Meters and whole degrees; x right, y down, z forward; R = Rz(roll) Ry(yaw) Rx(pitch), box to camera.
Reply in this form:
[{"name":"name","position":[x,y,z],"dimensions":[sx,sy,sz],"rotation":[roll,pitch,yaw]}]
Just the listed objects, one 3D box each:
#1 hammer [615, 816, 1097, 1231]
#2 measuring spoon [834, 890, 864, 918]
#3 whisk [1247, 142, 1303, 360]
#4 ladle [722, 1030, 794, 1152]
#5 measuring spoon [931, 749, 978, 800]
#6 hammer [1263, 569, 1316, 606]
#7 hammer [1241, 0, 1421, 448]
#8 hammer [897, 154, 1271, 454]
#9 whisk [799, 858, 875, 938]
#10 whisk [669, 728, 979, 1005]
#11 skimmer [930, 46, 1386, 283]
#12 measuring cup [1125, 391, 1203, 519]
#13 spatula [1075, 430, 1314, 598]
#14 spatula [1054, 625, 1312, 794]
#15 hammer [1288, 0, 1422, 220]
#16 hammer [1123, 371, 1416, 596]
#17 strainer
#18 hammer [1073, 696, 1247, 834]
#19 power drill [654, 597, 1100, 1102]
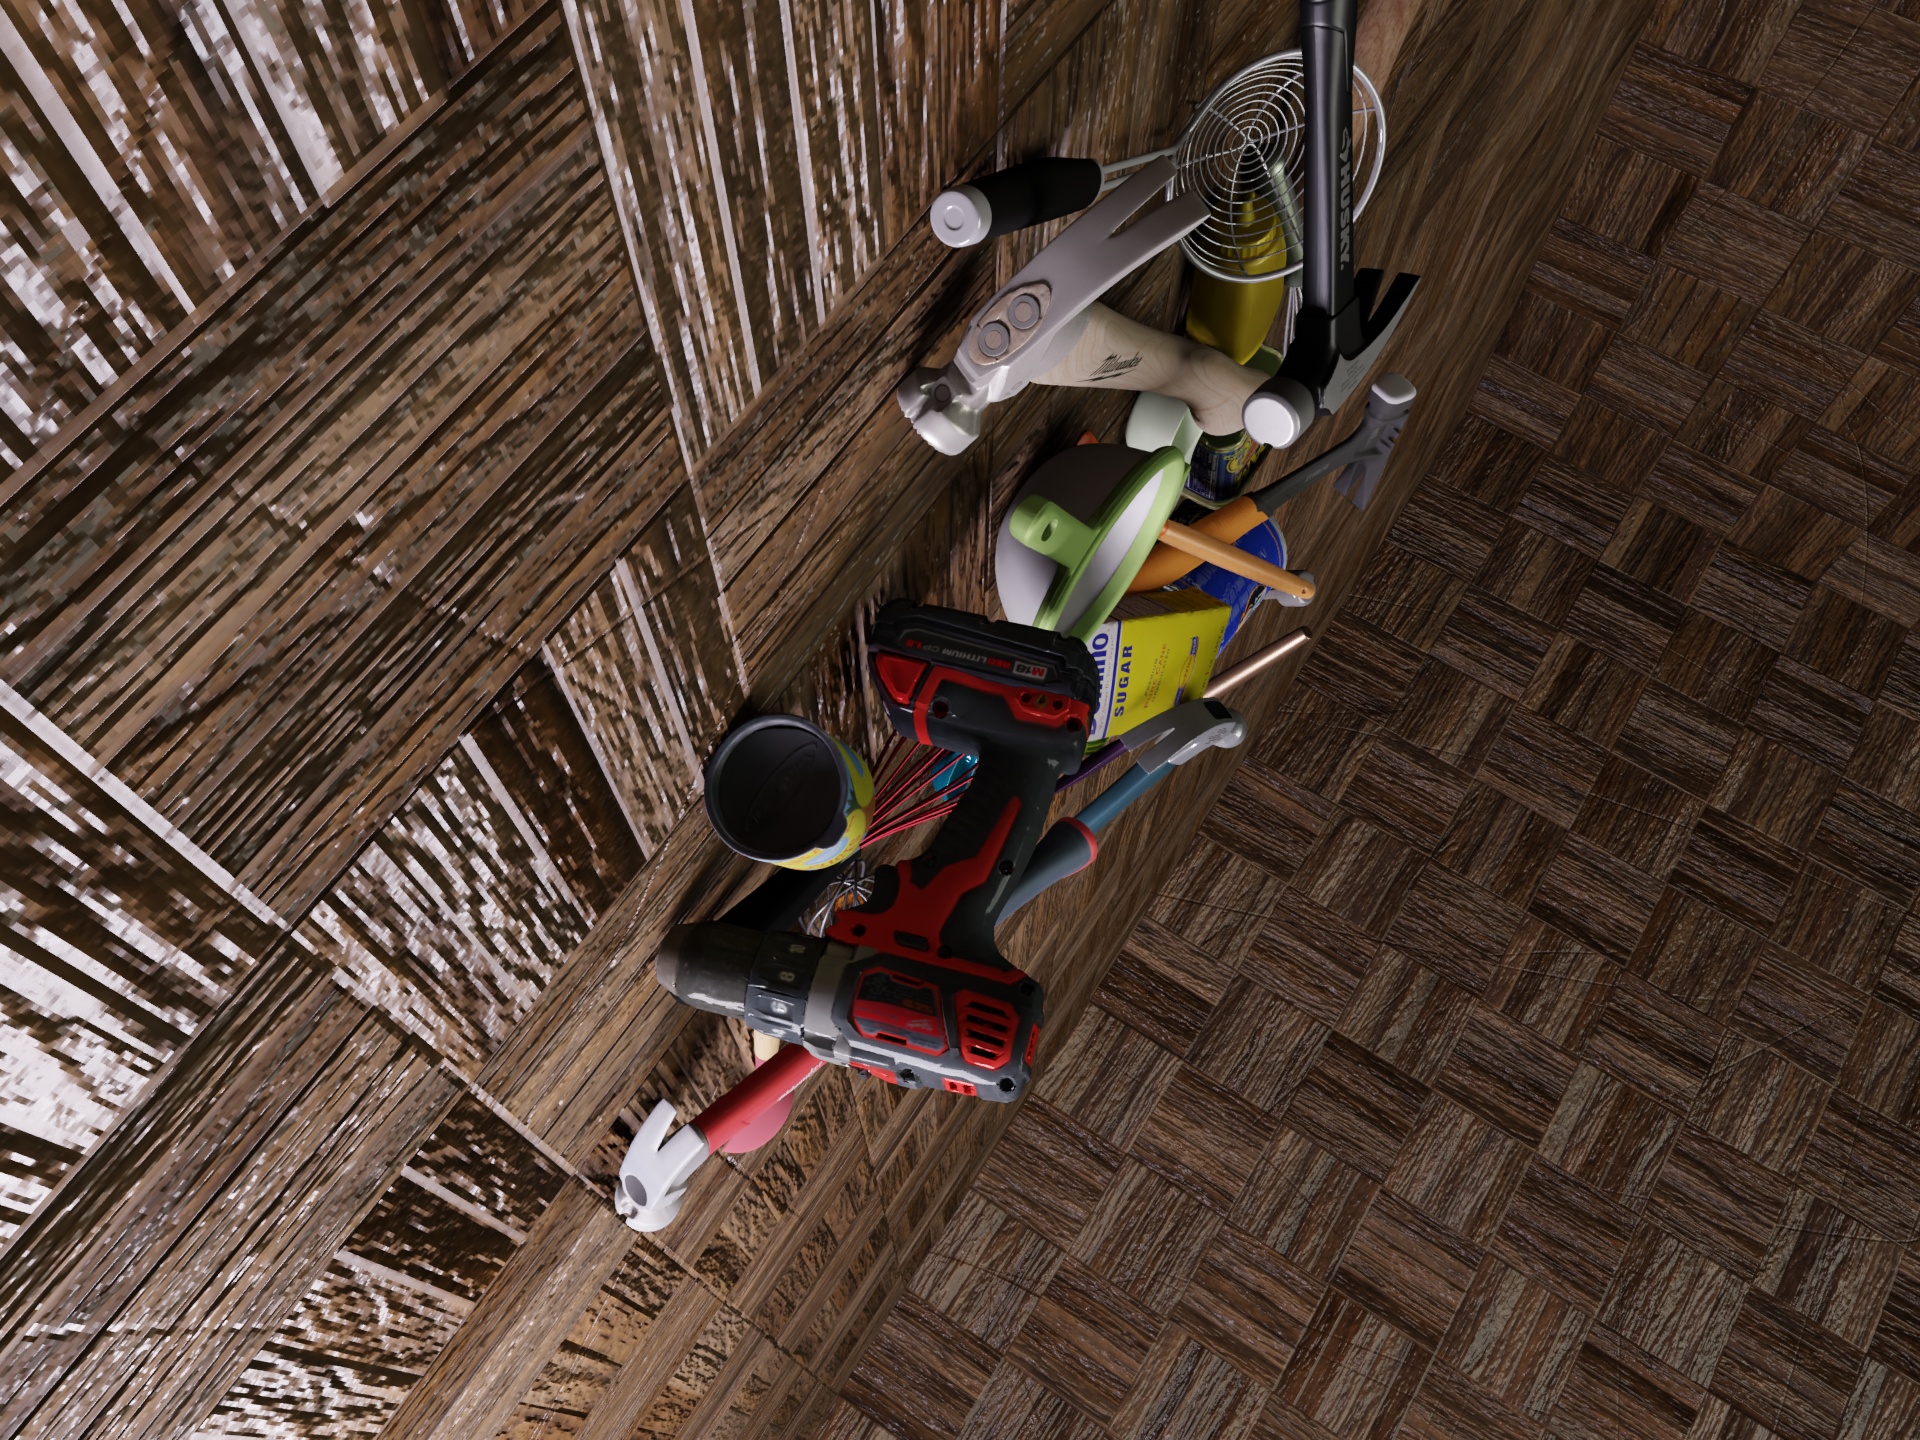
[{"name":"hammer","position":[-0.043,0.159,0.966],"dimensions":[0.386,0.038,0.143],"rotation":[-34,164,-35]},{"name":"measuring spoon","position":[-0.071,0.146,1.051],"dimensions":[0.116,0.021,0.011],"rotation":[92,-10,-53]},{"name":"whisk","position":[0.226,-0.291,1.051],"dimensions":[0.246,0.059,0.058],"rotation":[48,33,-57]},{"name":"ladle","position":[-0.119,0.190,0.984],"dimensions":[0.069,0.031,0.315],"rotation":[-48,161,-36]},{"name":"measuring spoon","position":[-0.002,-0.003,1.026],"dimensions":[0.042,0.021,0.128],"rotation":[-43,149,-47]},{"name":"hammer","position":[0.140,-0.033,1.316],"dimensions":[0.359,0.149,0.036],"rotation":[-38,115,-33]},{"name":"hammer","position":[0.173,-0.305,0.735],"dimensions":[0.146,0.035,0.334],"rotation":[-45,140,-36]},{"name":"hammer","position":[0.110,-0.189,0.819],"dimensions":[0.146,0.038,0.410],"rotation":[-39,171,23]},{"name":"whisk","position":[-0.077,0.147,1.001],"dimensions":[0.055,0.055,0.238],"rotation":[-52,168,-27]},{"name":"whisk","position":[-0.050,0.054,0.873],"dimensions":[0.296,0.073,0.073],"rotation":[-42,159,-33]},{"name":"skimmer","position":[0.106,-0.243,0.737],"dimensions":[0.363,0.090,0.127],"rotation":[-40,158,-53]},{"name":"measuring cup","position":[0.138,-0.186,1.081],"dimensions":[0.083,0.038,0.167],"rotation":[-55,167,-18]},{"name":"spatula","position":[0.156,-0.121,1.085],"dimensions":[0.322,0.041,0.081],"rotation":[14,109,-44]},{"name":"spatula","position":[0.174,-0.002,1.348],"dimensions":[0.316,0.018,0.060],"rotation":[-35,-175,41]},{"name":"hammer","position":[0.233,-0.373,0.915],"dimensions":[0.331,0.130,0.031],"rotation":[104,5,-72]},{"name":"hammer","position":[0.202,-0.145,1.179],"dimensions":[0.337,0.034,0.127],"rotation":[-31,154,-25]},{"name":"strainer","position":[0.046,-0.105,0.859],"dimensions":[0.151,0.069,0.256],"rotation":[-58,166,8]},{"name":"hammer","position":[0.065,0.099,1.157],"dimensions":[0.331,0.033,0.128],"rotation":[-42,160,15]},{"name":"power drill","position":[-0.034,0.060,0.782],"dimensions":[0.080,0.188,0.227],"rotation":[77,27,-72]}]
